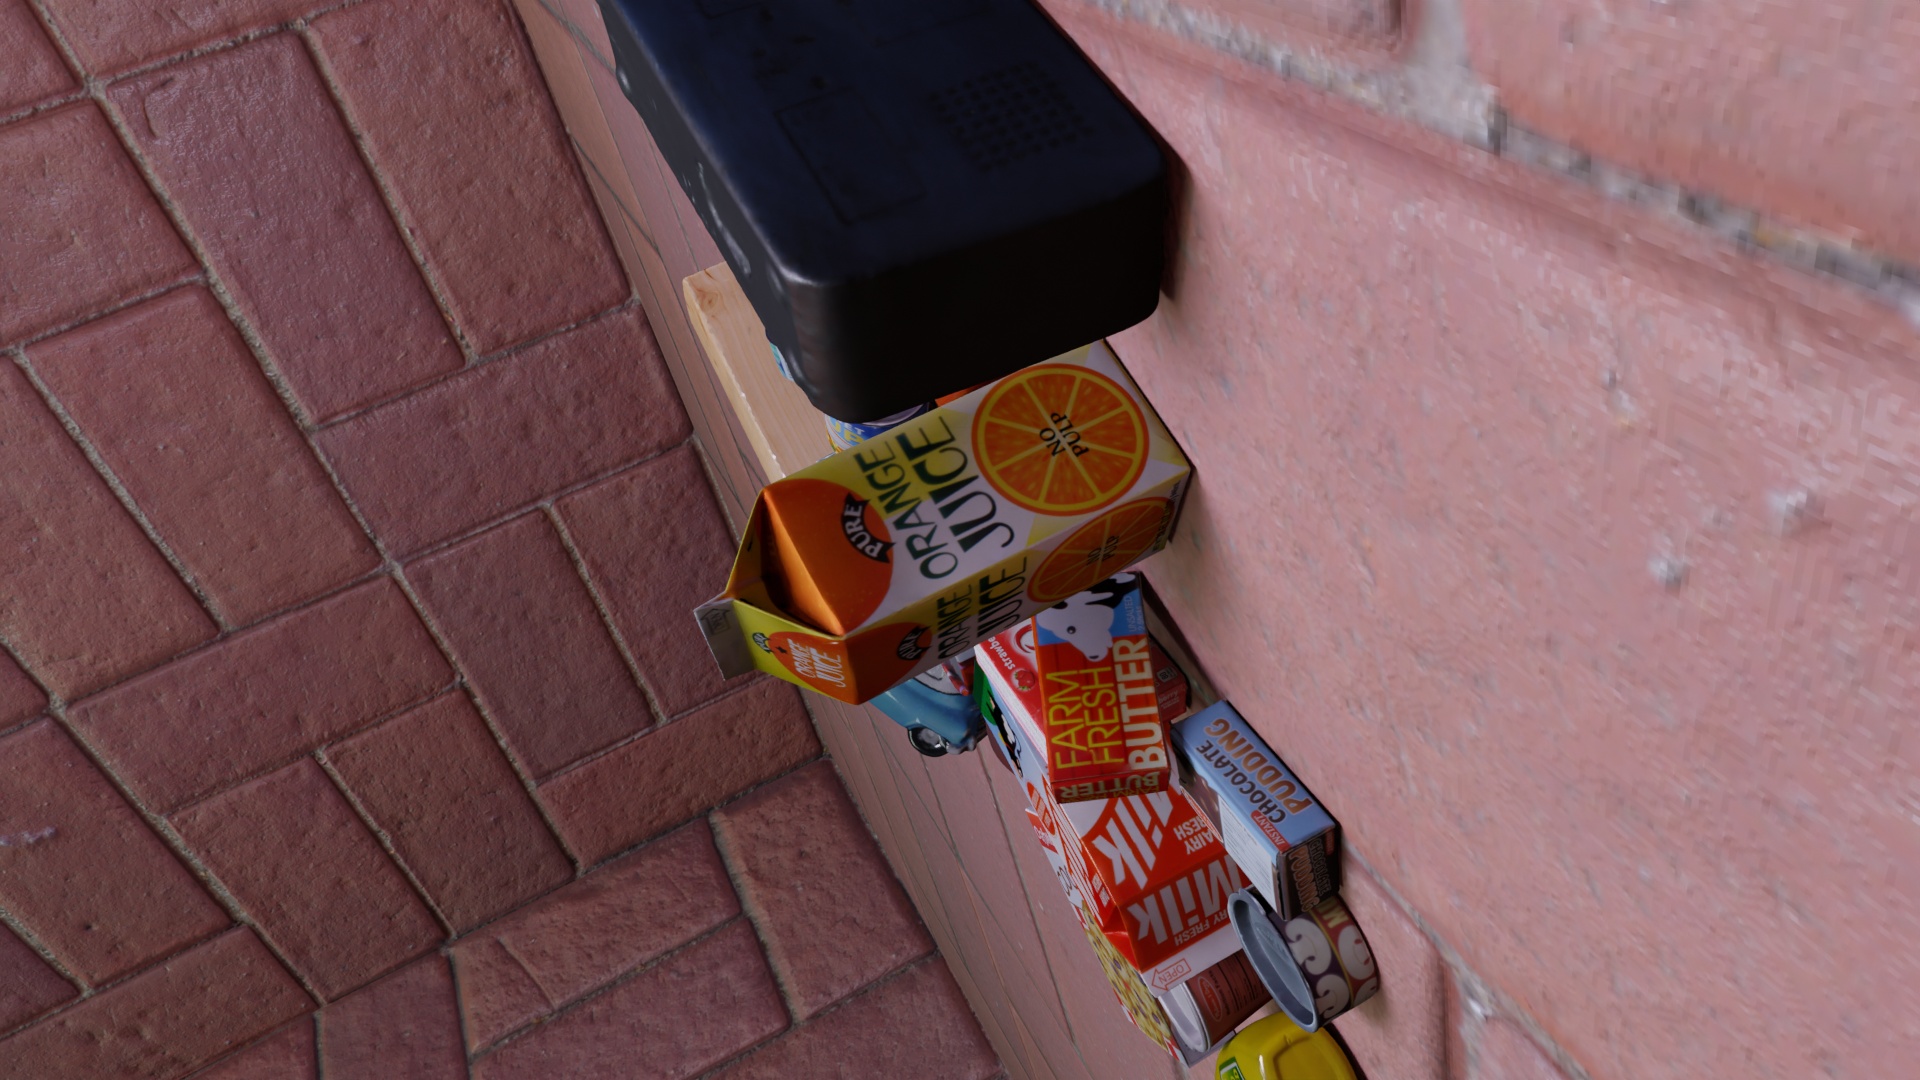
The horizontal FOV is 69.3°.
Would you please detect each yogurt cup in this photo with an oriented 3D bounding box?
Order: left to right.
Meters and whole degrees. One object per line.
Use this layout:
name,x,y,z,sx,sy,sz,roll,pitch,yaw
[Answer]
yogurt cup,0.132,0.225,0.732,0.072,0.054,0.072,59,167,23

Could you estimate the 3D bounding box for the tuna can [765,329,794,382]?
tuna can,-0.097,-0.140,0.949,0.071,0.071,0.032,52,164,45

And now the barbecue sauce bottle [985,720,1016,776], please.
barbecue sauce bottle,0.061,0.142,0.898,0.064,0.044,0.148,67,167,-13

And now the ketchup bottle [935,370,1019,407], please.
ketchup bottle,-0.020,-0.137,0.672,0.149,0.043,0.064,65,168,2

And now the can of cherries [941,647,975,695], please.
can of cherries,0.015,0.060,0.889,0.072,0.058,0.071,58,165,25

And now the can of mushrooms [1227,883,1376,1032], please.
can of mushrooms,0.149,0.175,0.609,0.071,0.033,0.070,60,168,22

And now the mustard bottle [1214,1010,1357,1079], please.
mustard bottle,0.164,0.287,0.731,0.065,0.049,0.159,62,168,20

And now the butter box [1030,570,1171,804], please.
butter box,0.061,0.064,0.624,0.024,0.053,0.104,78,-174,-57

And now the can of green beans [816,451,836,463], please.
can of green beans,-0.060,-0.044,0.980,0.058,0.071,0.071,65,168,-4

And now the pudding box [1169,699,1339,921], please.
pudding box,0.125,0.114,0.594,0.084,0.030,0.049,51,163,48

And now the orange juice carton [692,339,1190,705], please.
orange juice carton,-0.012,0.001,0.551,0.073,0.193,0.071,58,166,23

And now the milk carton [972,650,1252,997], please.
milk carton,0.081,0.133,0.720,0.191,0.072,0.073,59,167,23

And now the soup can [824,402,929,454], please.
soup can,-0.054,-0.085,0.859,0.071,0.071,0.083,62,168,13

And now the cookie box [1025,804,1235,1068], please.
cookie box,0.109,0.248,0.919,0.167,0.040,0.123,64,168,0
